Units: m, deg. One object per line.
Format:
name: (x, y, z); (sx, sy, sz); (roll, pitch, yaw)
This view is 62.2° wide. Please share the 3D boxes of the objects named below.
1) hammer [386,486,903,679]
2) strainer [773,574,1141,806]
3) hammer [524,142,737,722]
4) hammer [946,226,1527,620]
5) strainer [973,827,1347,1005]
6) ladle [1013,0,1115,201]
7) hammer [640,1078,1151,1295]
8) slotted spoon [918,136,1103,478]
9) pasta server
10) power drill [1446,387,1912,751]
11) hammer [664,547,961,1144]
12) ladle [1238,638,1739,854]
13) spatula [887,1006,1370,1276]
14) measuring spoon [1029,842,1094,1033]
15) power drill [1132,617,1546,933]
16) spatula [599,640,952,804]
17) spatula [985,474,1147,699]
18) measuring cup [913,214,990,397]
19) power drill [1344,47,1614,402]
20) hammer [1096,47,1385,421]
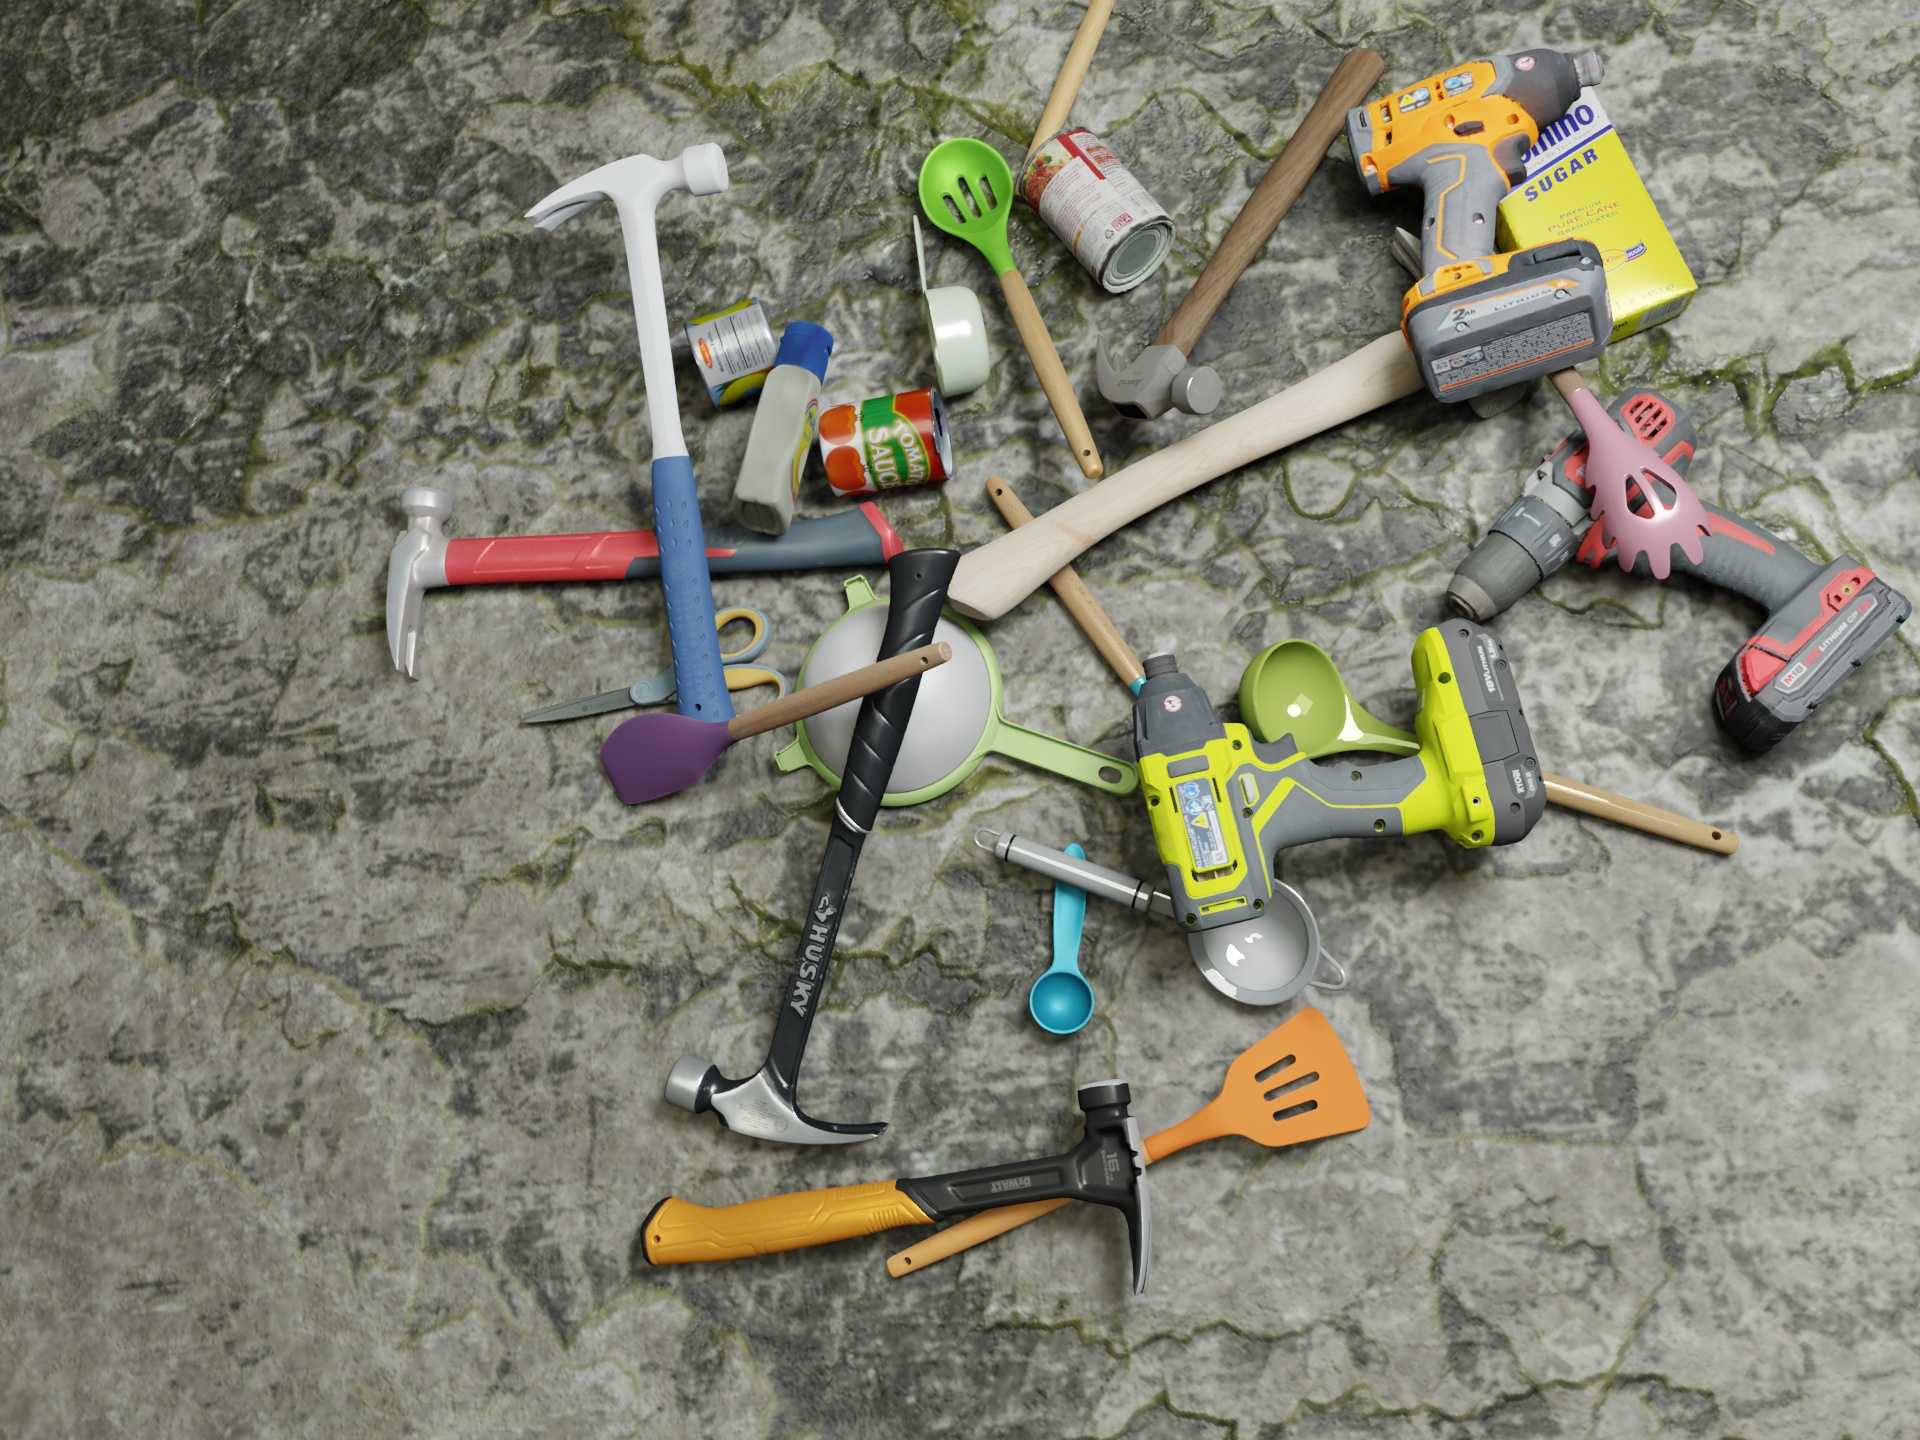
hammer: (-0.233, -0.106, 1.158); (0.386, 0.038, 0.143); (-1, 78, 11)
strainer: (-0.002, -0.003, 1.072); (0.256, 0.069, 0.151); (19, 81, 16)
hammer: (-0.210, -0.193, 1.115); (0.144, 0.035, 0.405); (-8, 88, 8)
hammer: (0.167, -0.189, 1.084); (0.410, 0.038, 0.146); (-27, 72, -1)
strainer: (0.127, 0.115, 1.031); (0.258, 0.050, 0.087); (19, 107, 16)
ladle: (0.105, -0.532, 1.200); (0.069, 0.031, 0.315); (21, 83, 17)
hammer: (-0.046, 0.316, 1.008); (0.337, 0.034, 0.127); (-12, 73, 14)
slotted spoon: (0.041, -0.295, 1.130); (0.070, 0.031, 0.314); (-23, 63, 5)
pasta server: (0.387, -0.221, 1.025); (0.060, 0.040, 0.317); (-24, 53, 11)
power drill: (0.443, -0.082, 1.004); (0.188, 0.080, 0.227); (-43, 70, -2)
hammer: (-0.071, 0.083, 1.038); (0.149, 0.036, 0.409); (18, 95, 11)
ladle: (0.332, 0.025, 1.010); (0.320, 0.062, 0.078); (18, 74, 12)
spatula: (0.100, 0.284, 1.012); (0.322, 0.041, 0.081); (-27, 74, 8)
measuring spoon: (0.071, 0.145, 1.055); (0.042, 0.021, 0.129); (5, 69, 5)
power drill: (0.221, 0.022, 0.965); (0.223, 0.080, 0.171); (-14, 79, 4)
spatula: (-0.131, -0.003, 1.046); (0.316, 0.018, 0.059); (-18, 101, 35)
spatula: (0.104, -0.049, 1.077); (0.082, 0.044, 0.318); (-38, 72, 11)
measuring cup: (-0.008, -0.309, 1.155); (0.038, 0.083, 0.168); (-9, 60, 0)
power drill: (0.348, -0.332, 1.024); (0.164, 0.084, 0.227); (-16, 62, 21)
hammer: (0.201, -0.342, 1.110); (0.130, 0.031, 0.331); (14, 66, 54)
